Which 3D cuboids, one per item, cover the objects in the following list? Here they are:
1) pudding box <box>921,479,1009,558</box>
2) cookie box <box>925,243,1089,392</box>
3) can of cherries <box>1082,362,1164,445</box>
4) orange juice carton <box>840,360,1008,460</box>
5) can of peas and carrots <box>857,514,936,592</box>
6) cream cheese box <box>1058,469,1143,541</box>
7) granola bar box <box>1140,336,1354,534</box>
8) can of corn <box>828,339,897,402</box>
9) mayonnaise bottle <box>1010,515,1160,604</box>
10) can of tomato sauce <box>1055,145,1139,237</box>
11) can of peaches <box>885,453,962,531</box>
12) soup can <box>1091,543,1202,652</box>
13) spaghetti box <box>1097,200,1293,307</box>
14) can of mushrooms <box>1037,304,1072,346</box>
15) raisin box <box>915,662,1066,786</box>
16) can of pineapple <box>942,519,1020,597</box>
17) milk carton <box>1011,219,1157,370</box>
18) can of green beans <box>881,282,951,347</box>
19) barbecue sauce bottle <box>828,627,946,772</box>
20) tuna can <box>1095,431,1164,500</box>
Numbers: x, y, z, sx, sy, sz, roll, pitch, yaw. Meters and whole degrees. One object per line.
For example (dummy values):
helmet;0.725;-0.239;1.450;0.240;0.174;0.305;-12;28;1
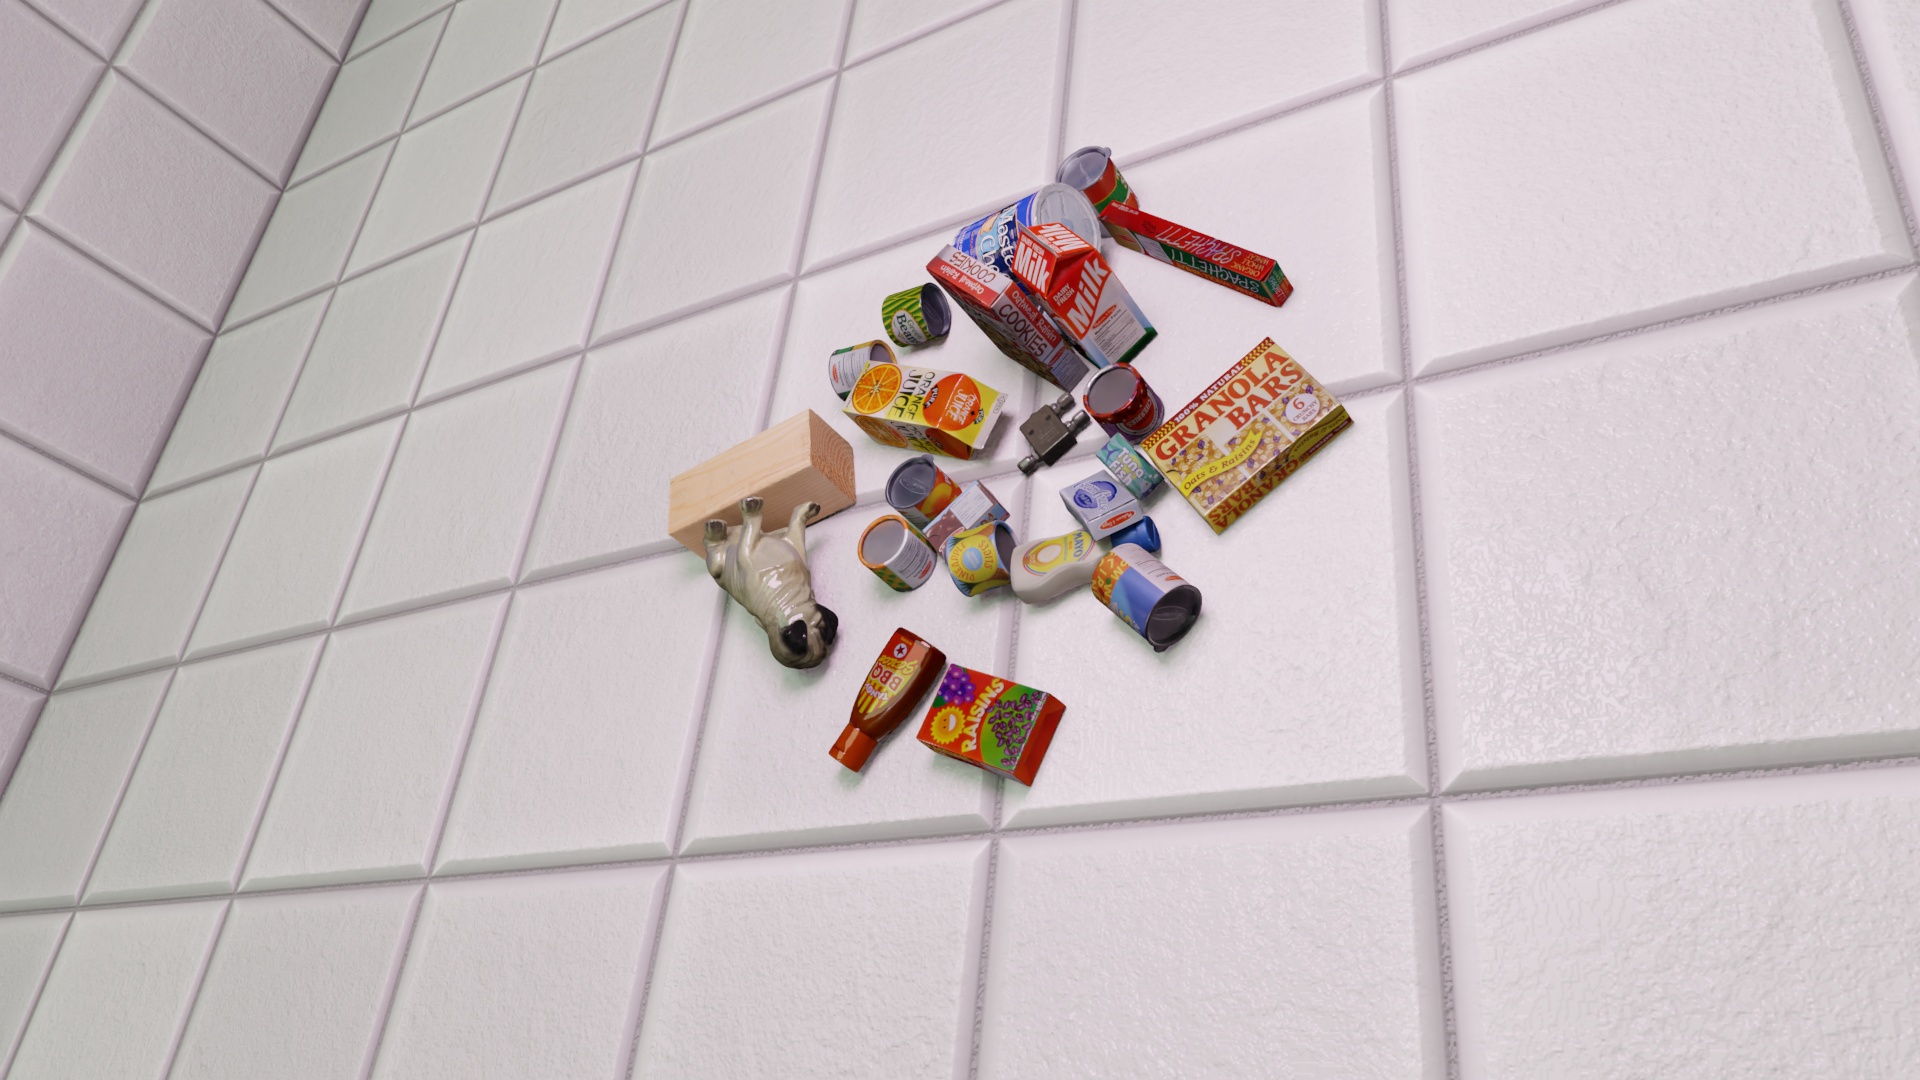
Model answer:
pudding box;0.005;-0.018;1.475;0.083;0.030;0.050;-44;47;4
cookie box;0.050;-0.237;1.490;0.040;0.167;0.123;-50;46;-1
can of cherries;0.168;-0.138;1.417;0.071;0.058;0.072;-19;52;26
orange juice carton;-0.033;-0.145;1.556;0.193;0.073;0.072;13;70;40
can of peas and carrots;-0.070;0.013;1.489;0.071;0.058;0.071;-18;52;25
cream cheese box;0.136;-0.036;1.360;0.053;0.024;0.104;-25;22;-3
granola bar box;0.271;-0.103;1.333;0.165;0.039;0.124;-40;46;7
can of corn;-0.114;-0.202;1.659;0.058;0.071;0.071;-10;57;30
mayonnaise bottle;0.121;0.014;1.362;0.148;0.041;0.065;-20;44;24
can of tomato sauce;0.158;-0.396;1.575;0.071;0.083;0.071;-18;53;26
can of peaches;-0.037;-0.051;1.508;0.071;0.058;0.071;-19;52;26
soup can;0.170;0.052;1.287;0.071;0.071;0.084;-49;45;-1
spaghetti box;0.246;-0.307;1.476;0.029;0.050;0.250;-53;46;-3
can of mushrooms;0.119;-0.248;1.541;0.071;0.033;0.071;-18;53;25
raisin box;0.028;0.174;1.327;0.123;0.040;0.086;13;71;39
can of pineapple;0.024;0.018;1.410;0.058;0.071;0.071;-20;52;25
milk carton;0.121;-0.259;1.437;0.073;0.190;0.072;-45;46;3
can of green beans;-0.053;-0.268;1.655;0.057;0.071;0.071;-12;56;31
barbecue sauce bottle;-0.078;0.163;1.407;0.065;0.043;0.149;27;80;42
tuna can;0.167;-0.073;1.367;0.033;0.071;0.071;-45;46;6
